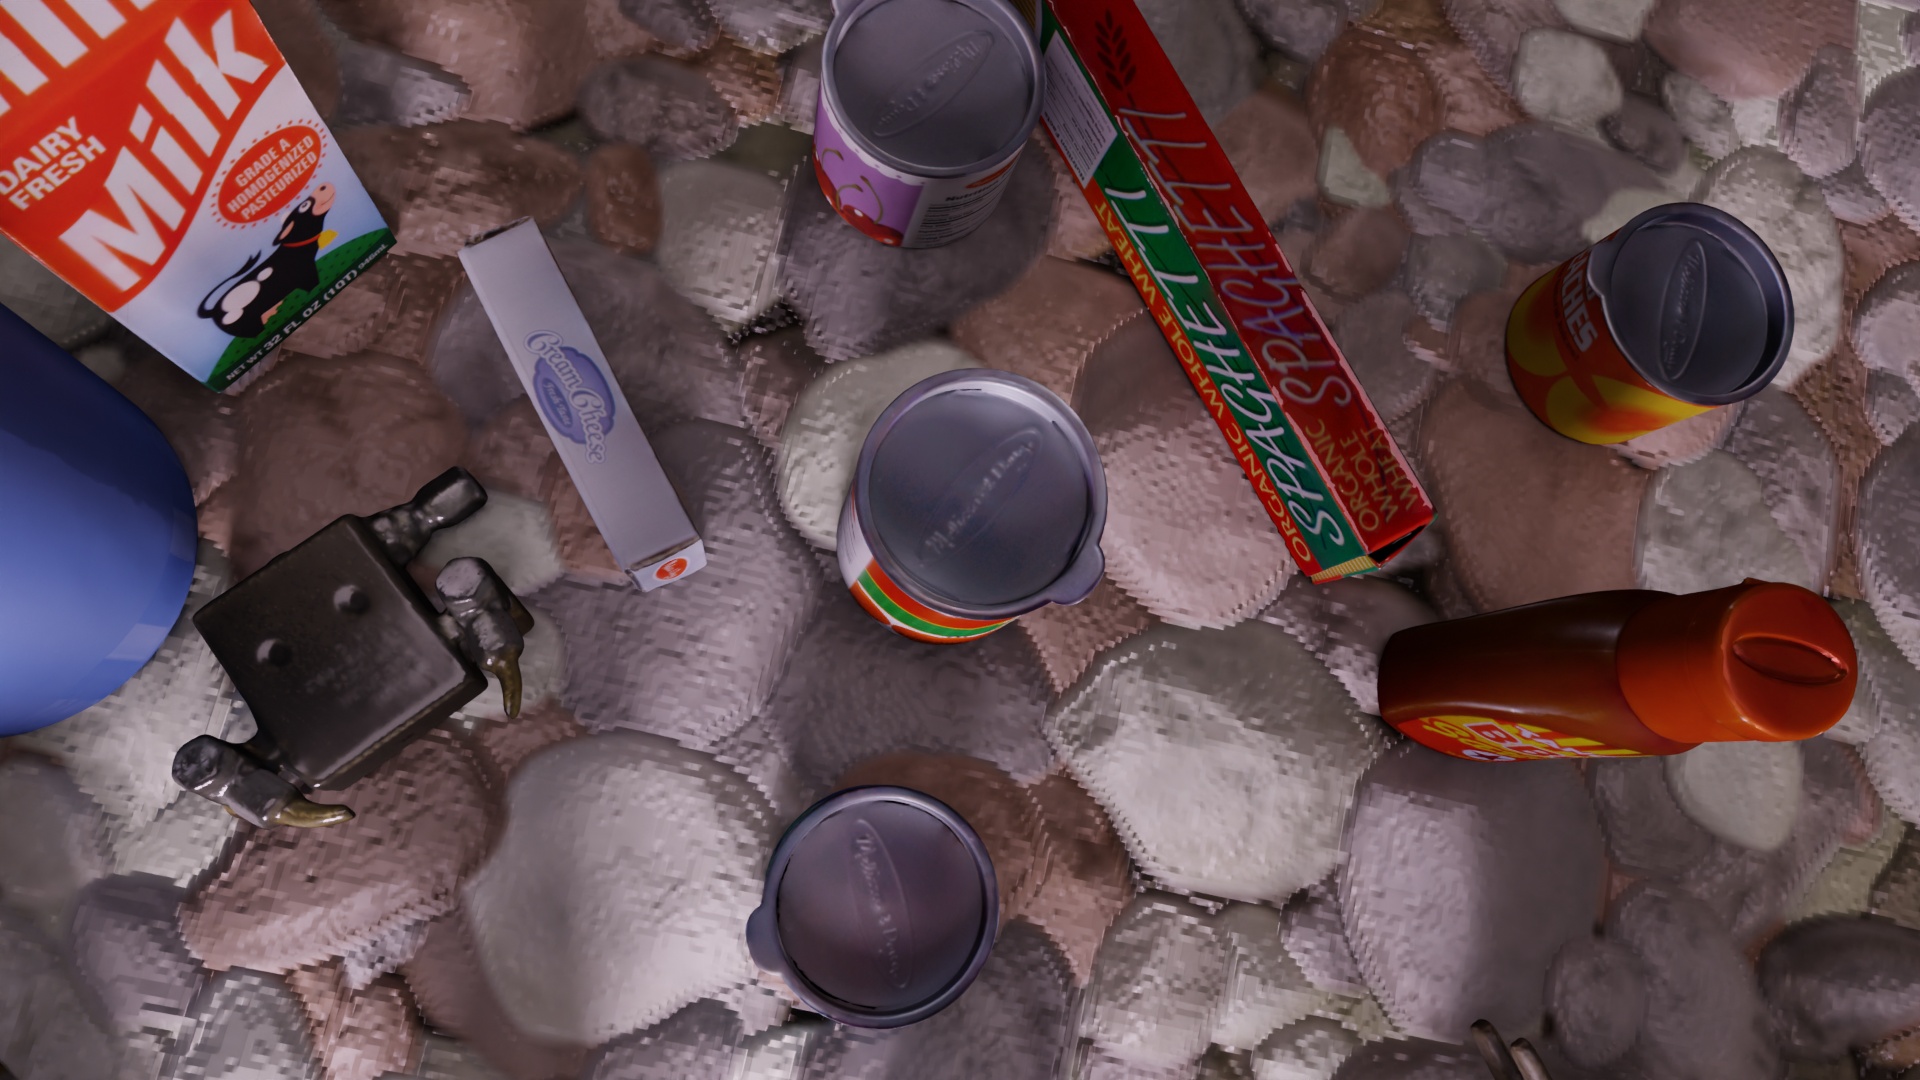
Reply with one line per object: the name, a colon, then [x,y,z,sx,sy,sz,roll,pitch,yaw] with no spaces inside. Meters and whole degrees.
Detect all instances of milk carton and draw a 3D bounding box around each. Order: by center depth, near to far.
milk carton: [-0.206,-0.107,0.327,0.073,0.190,0.072,43,77,0]

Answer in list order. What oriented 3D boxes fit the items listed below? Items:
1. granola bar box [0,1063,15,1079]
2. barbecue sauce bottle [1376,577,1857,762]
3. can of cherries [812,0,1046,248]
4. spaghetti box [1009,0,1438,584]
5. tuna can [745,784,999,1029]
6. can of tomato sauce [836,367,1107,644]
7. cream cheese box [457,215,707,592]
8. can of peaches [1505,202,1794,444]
granola bar box: [-0.274,0.127,0.308,0.039,0.124,0.165,-42,89,-13]
barbecue sauce bottle: [0.175,0.038,0.384,0.065,0.148,0.044,13,79,-7]
can of cherries: [-0.013,-0.134,0.431,0.071,0.058,0.071,2,80,-9]
spaghetti box: [0.069,-0.102,0.442,0.029,0.050,0.250,-28,85,-12]
tuna can: [-0.026,0.104,0.399,0.071,0.032,0.071,2,80,-9]
can of tomato sauce: [0.001,-0.005,0.397,0.071,0.083,0.071,2,80,-9]
cream cheese box: [-0.107,-0.036,0.401,0.024,0.053,0.104,-27,85,-12]
can of peaches: [0.222,-0.070,0.457,0.071,0.058,0.071,2,80,-9]
